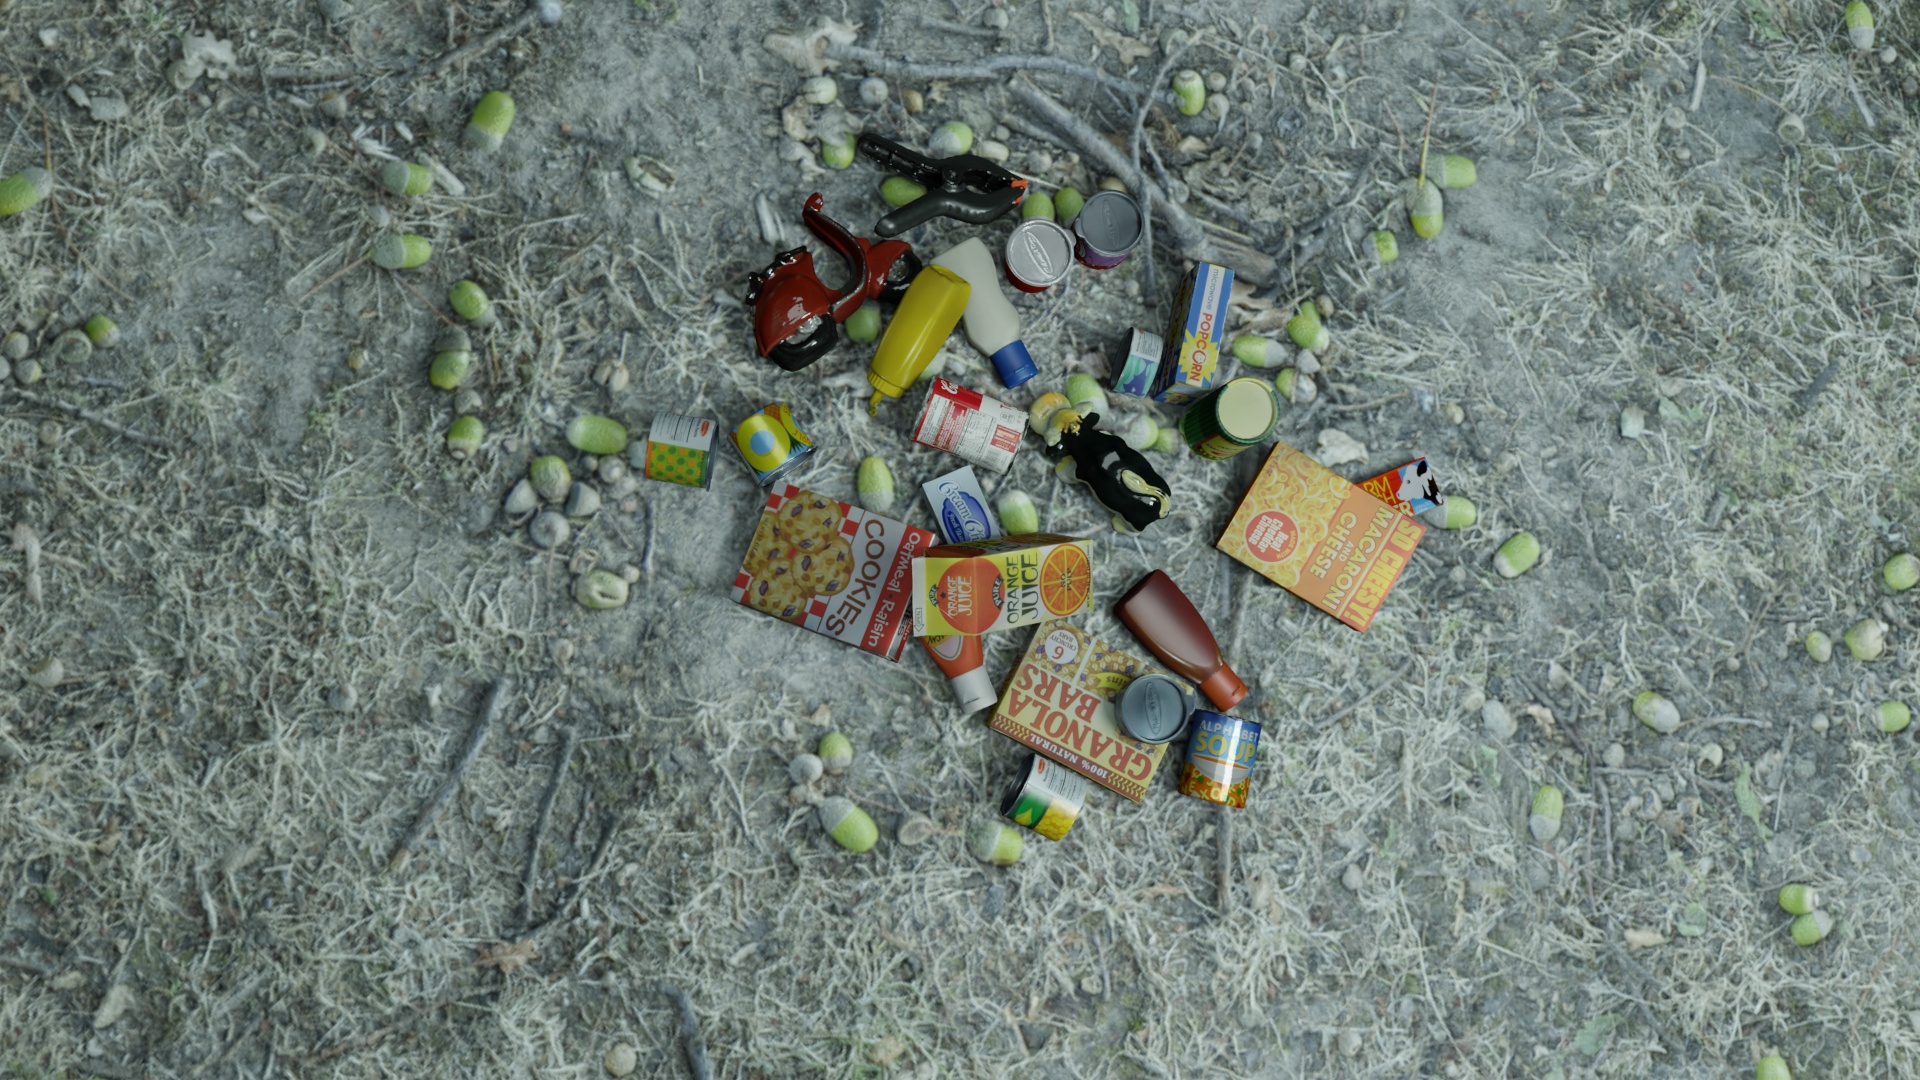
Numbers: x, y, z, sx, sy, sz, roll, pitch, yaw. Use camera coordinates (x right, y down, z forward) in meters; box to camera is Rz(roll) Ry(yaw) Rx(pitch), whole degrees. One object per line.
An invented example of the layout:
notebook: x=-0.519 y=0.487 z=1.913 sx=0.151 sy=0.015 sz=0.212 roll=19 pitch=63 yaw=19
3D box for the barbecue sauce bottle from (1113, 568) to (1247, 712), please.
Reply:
barbecue sauce bottle: x=0.219 y=0.101 z=1.357 sx=0.065 sy=0.043 sz=0.148 roll=-42 pitch=91 yaw=-22

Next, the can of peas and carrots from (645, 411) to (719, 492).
can of peas and carrots: x=-0.262 y=-0.083 z=1.308 sx=0.059 sy=0.071 sz=0.071 roll=9 pitch=83 yaw=-6

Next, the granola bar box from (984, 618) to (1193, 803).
granola bar box: x=0.124 y=0.161 z=1.342 sx=0.165 sy=0.039 sz=0.124 roll=27 pitch=81 yaw=-4

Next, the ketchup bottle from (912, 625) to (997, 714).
ketchup bottle: x=-0.009 y=0.091 z=1.328 sx=0.064 sy=0.043 sz=0.149 roll=-23 pitch=87 yaw=18

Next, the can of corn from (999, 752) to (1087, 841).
can of corn: x=0.078 y=0.245 z=1.315 sx=0.058 sy=0.071 sz=0.071 roll=28 pitch=82 yaw=-4

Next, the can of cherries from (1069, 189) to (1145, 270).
can of cherries: x=0.142 y=-0.309 z=1.385 sx=0.071 sy=0.058 sz=0.071 roll=1 pitch=85 yaw=-7

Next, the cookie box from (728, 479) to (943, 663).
cookie box: x=-0.116 y=0.028 z=1.301 sx=0.167 sy=0.040 sz=0.123 roll=19 pitch=81 yaw=15

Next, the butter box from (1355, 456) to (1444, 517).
butter box: x=0.433 y=-0.043 z=1.409 sx=0.104 sy=0.024 sz=0.053 roll=-21 pitch=88 yaw=-9

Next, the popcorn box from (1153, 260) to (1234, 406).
popcorn box: x=0.229 y=-0.203 z=1.370 sx=0.038 sy=0.085 sz=0.127 roll=14 pitch=82 yaw=-6

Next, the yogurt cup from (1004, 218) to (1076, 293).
yogurt cup: x=0.074 y=-0.278 z=1.375 sx=0.072 sy=0.054 sz=0.072 roll=1 pitch=84 yaw=-7

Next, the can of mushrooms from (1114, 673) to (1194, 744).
can of mushrooms: x=0.183 y=0.159 z=1.311 sx=0.071 sy=0.033 sz=0.071 roll=1 pitch=82 yaw=-7

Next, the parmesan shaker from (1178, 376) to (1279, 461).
parmesan shaker: x=0.261 y=-0.118 z=1.356 sx=0.071 sy=0.103 sz=0.071 roll=1 pitch=85 yaw=-7

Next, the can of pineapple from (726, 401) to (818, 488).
can of pineapple: x=-0.178 y=-0.092 z=1.317 sx=0.071 sy=0.071 sz=0.058 roll=-34 pitch=89 yaw=-9

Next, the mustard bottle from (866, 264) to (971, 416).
mustard bottle: x=-0.050 y=-0.188 z=1.338 sx=0.049 sy=0.065 sz=0.159 roll=38 pitch=106 yaw=16

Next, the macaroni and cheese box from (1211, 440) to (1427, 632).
macaroni and cheese box: x=0.353 y=-0.004 z=1.370 sx=0.166 sy=0.040 sz=0.123 roll=31 pitch=91 yaw=3

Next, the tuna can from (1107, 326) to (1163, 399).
tuna can: x=0.172 y=-0.173 z=1.372 sx=0.033 sy=0.071 sz=0.071 roll=17 pitch=82 yaw=-6

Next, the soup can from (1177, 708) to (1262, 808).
soup can: x=0.250 y=0.210 z=1.336 sx=0.071 sy=0.071 sz=0.084 roll=14 pitch=83 yaw=-5

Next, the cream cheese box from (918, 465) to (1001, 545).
cream cheese box: x=0.005 y=-0.017 z=1.354 sx=0.053 sy=0.024 sz=0.104 roll=-24 pitch=88 yaw=-10

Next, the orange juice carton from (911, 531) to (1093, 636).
orange juice carton: x=0.030 y=0.039 z=1.275 sx=0.193 sy=0.073 sz=0.071 roll=-8 pitch=101 yaw=-40

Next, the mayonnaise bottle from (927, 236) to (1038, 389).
mayonnaise bottle: x=0.026 y=-0.221 z=1.370 sx=0.065 sy=0.041 sz=0.148 roll=-28 pitch=89 yaw=-2
